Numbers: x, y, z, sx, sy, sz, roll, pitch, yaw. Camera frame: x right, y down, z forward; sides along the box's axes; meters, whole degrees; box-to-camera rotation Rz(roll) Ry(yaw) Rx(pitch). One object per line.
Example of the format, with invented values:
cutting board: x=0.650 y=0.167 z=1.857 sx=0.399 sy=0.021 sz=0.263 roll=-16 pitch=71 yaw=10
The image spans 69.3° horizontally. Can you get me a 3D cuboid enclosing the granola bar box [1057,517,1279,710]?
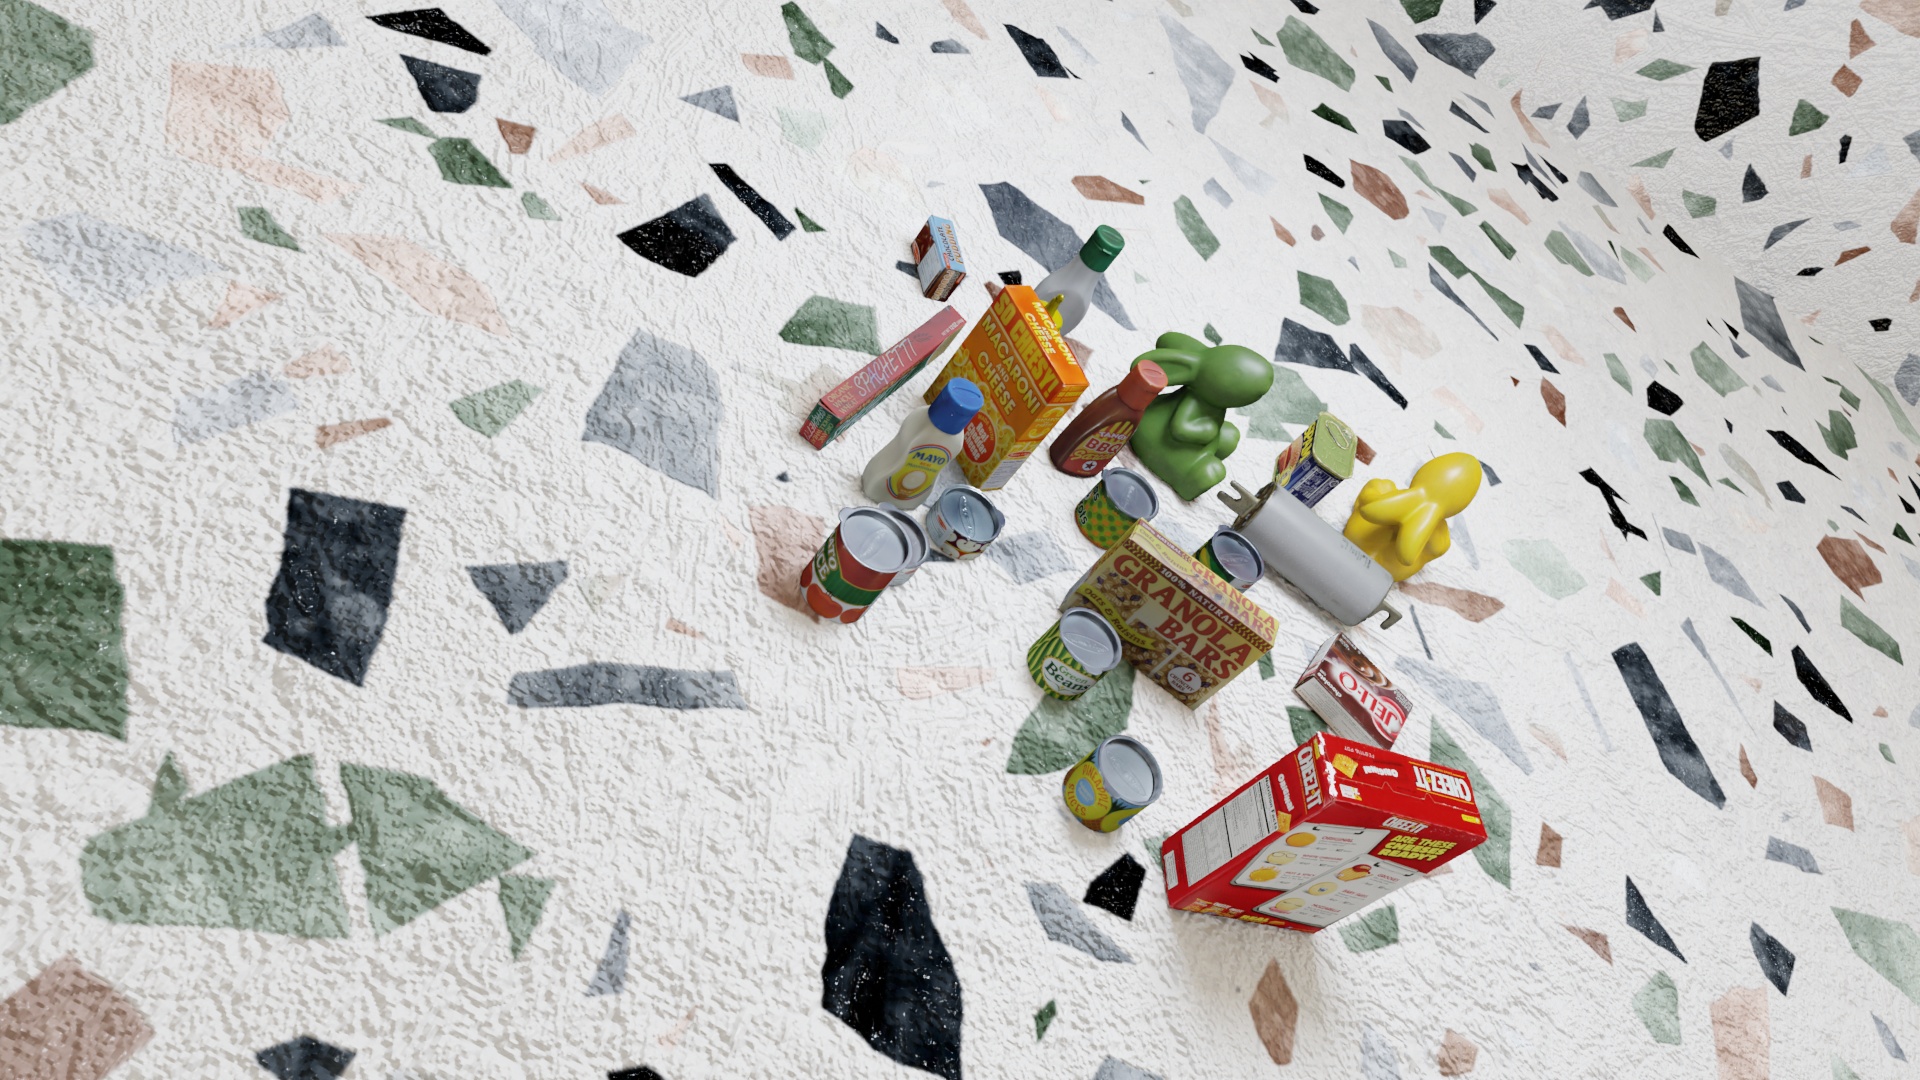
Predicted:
granola bar box: x=0.194 y=0.070 z=1.298 sx=0.165 sy=0.123 sz=0.039 roll=37 pitch=42 yaw=-4

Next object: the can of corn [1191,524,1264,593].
can of corn: x=0.269 y=0.029 z=1.438 sx=0.071 sy=0.058 sz=0.071 roll=20 pitch=46 yaw=-22

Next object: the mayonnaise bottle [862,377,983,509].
mayonnaise bottle: x=-0.031 y=-0.086 z=1.250 sx=0.065 sy=0.147 sz=0.041 roll=13 pitch=49 yaw=-28

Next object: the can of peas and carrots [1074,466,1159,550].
can of peas and carrots: x=0.156 y=-0.033 z=1.407 sx=0.071 sy=0.058 sz=0.071 roll=20 pitch=46 yaw=-22

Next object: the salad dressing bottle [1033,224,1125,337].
salad dressing bottle: x=0.127 y=-0.284 z=1.533 sx=0.064 sy=0.147 sz=0.044 roll=24 pitch=45 yaw=-18

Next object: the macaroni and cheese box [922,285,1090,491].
macaroni and cheese box: x=0.041 y=-0.145 z=1.339 sx=0.040 sy=0.165 sz=0.124 roll=-8 pitch=60 yaw=-40

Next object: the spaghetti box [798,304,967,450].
spaghetti box: x=-0.072 y=-0.163 z=1.358 sx=0.029 sy=0.050 sz=0.251 roll=42 pitch=42 yaw=2

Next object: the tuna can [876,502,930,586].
tuna can: x=-0.064 y=0.003 z=1.236 sx=0.071 sy=0.032 sz=0.071 roll=20 pitch=46 yaw=-22

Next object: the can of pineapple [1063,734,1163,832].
can of pineapple: x=0.128 y=0.208 z=1.183 sx=0.071 sy=0.057 sz=0.071 roll=20 pitch=46 yaw=-22

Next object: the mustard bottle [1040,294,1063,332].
mustard bottle: x=0.062 y=-0.196 z=1.402 sx=0.065 sy=0.159 sz=0.049 roll=3 pitch=54 yaw=-35

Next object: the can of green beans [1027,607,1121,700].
can of green beans: x=0.102 y=0.103 z=1.253 sx=0.071 sy=0.057 sz=0.071 roll=20 pitch=46 yaw=-22

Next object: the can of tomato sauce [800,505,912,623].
can of tomato sauce: x=-0.090 y=0.021 z=1.165 sx=0.071 sy=0.082 sz=0.071 roll=20 pitch=46 yaw=-22

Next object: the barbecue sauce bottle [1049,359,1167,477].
barbecue sauce bottle: x=0.154 y=-0.124 z=1.416 sx=0.065 sy=0.147 sz=0.044 roll=7 pitch=52 yaw=-32

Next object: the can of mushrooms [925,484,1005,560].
can of mushrooms: x=0.005 y=-0.016 z=1.302 sx=0.071 sy=0.033 sz=0.071 roll=20 pitch=46 yaw=-22

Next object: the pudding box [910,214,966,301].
pudding box: x=-0.024 y=-0.308 z=1.517 sx=0.030 sy=0.049 sz=0.084 roll=9 pitch=51 yaw=-31
